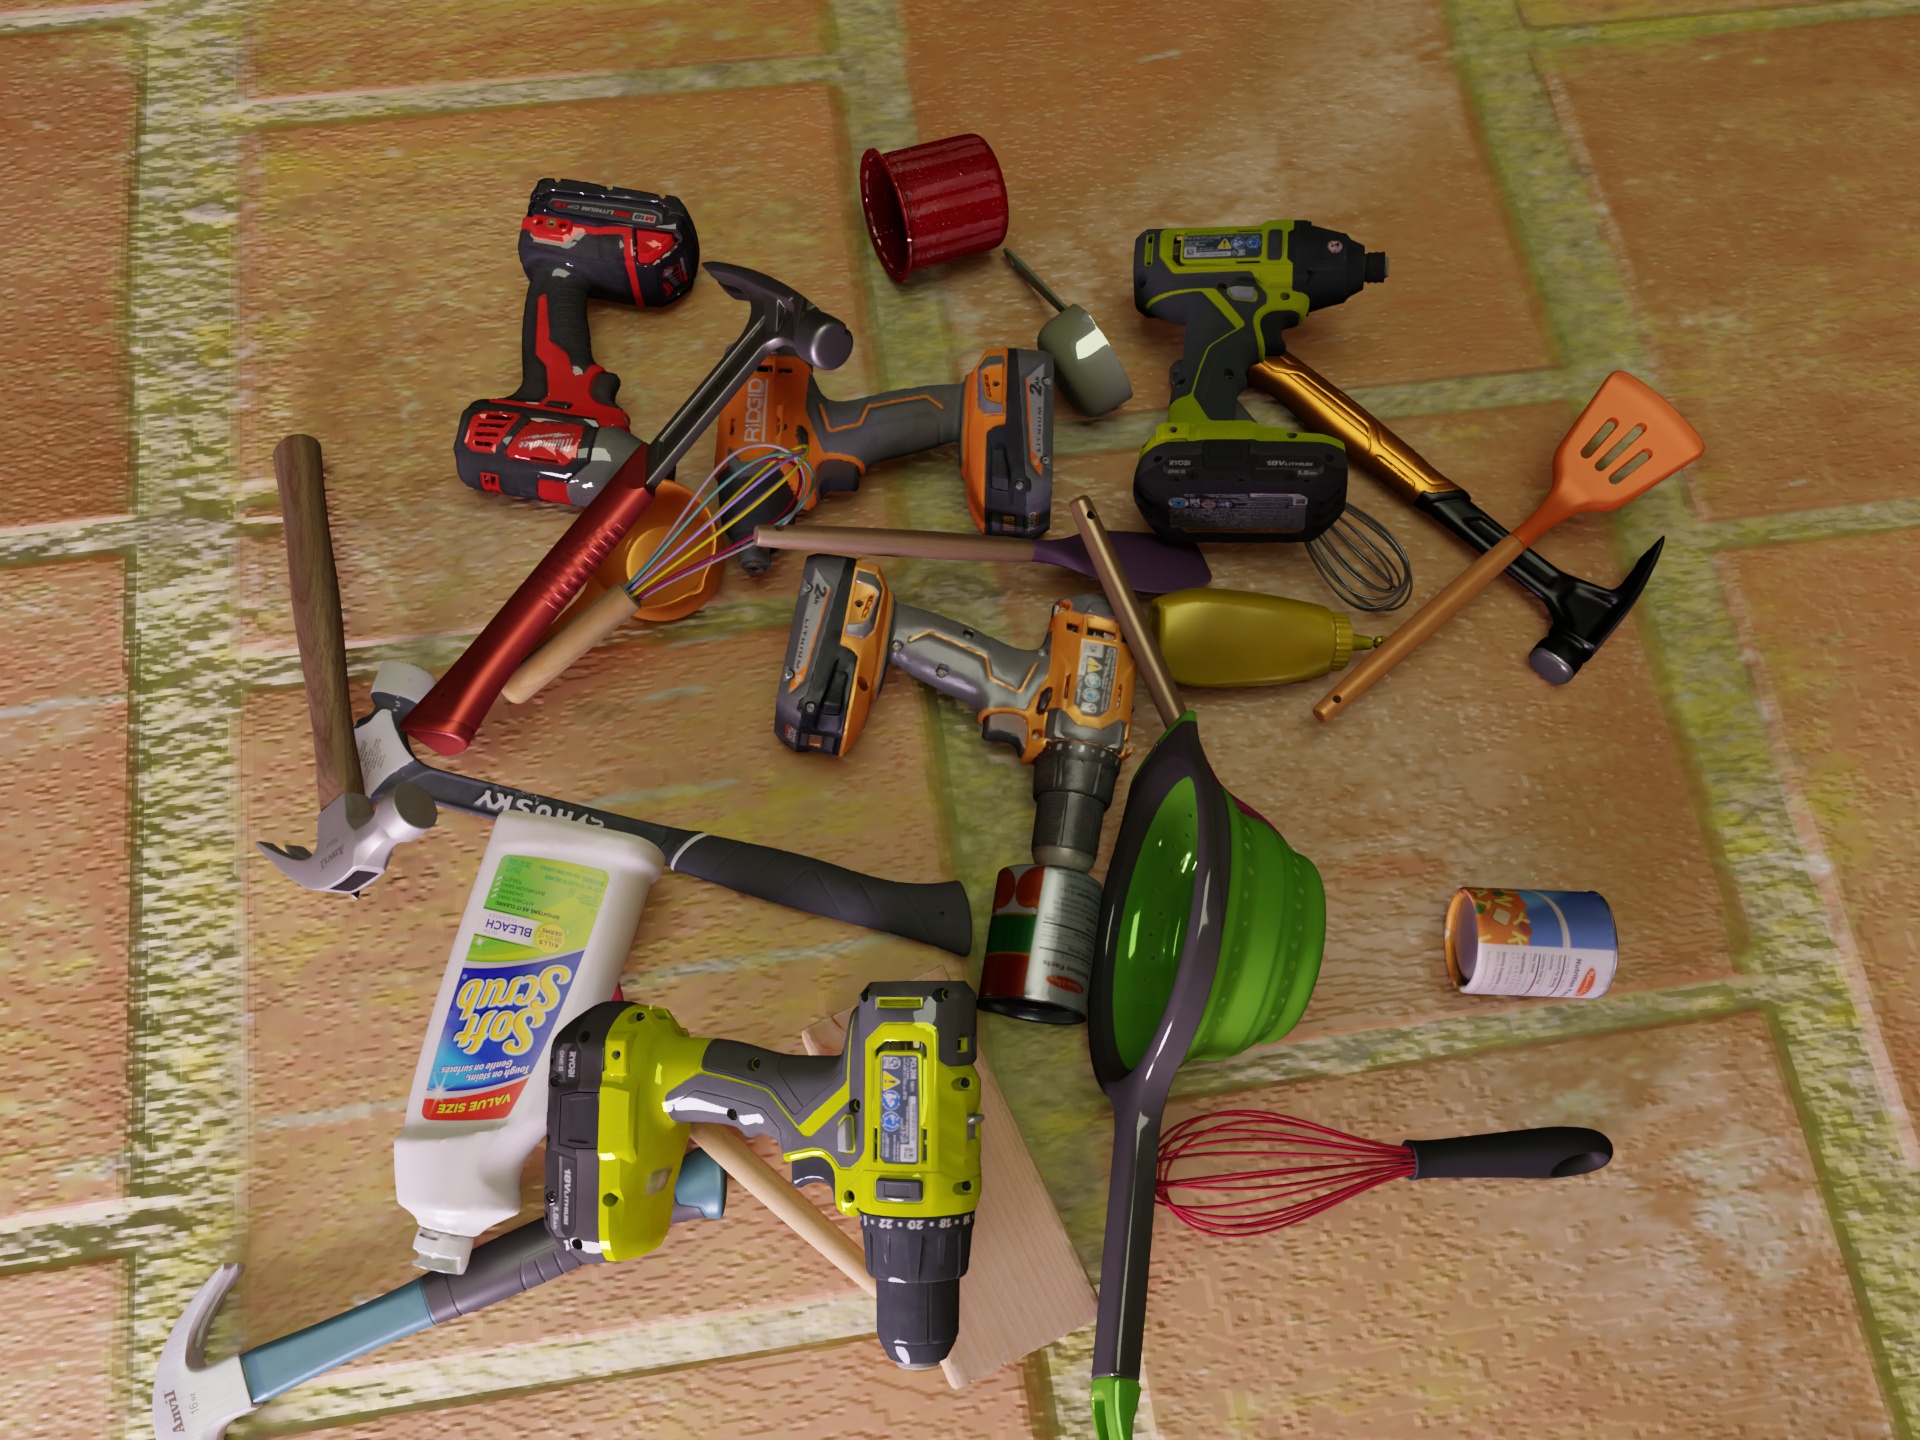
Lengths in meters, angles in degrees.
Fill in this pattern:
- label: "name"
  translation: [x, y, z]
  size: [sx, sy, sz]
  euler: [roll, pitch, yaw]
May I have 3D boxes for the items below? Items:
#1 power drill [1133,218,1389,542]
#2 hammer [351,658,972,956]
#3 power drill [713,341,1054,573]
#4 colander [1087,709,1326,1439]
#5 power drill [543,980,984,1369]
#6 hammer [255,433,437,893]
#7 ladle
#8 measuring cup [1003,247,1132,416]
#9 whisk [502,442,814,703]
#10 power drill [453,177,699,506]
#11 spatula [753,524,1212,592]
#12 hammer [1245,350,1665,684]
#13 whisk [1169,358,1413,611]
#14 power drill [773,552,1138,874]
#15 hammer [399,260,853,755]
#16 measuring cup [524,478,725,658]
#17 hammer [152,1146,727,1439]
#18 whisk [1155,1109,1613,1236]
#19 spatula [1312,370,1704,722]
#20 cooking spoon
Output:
- label: "power drill"
  translation: [0.198, -0.235, 1.064]
  size: [0.171, 0.080, 0.223]
  euler: [2, 67, 12]
- label: "hammer"
  translation: [-0.189, 0.081, 0.987]
  size: [0.409, 0.036, 0.149]
  euler: [15, 71, 2]
- label: "power drill"
  translation: [-0.052, -0.173, 1.064]
  size: [0.226, 0.084, 0.164]
  euler: [1, 70, 2]
- label: "colander"
  translation: [0.134, 0.193, 0.868]
  size: [0.094, 0.204, 0.397]
  euler: [13, 62, -8]
- label: "power drill"
  translation: [-0.098, 0.233, 0.837]
  size: [0.228, 0.080, 0.191]
  euler: [-2, 81, 17]
- label: "hammer"
  translation: [-0.400, -0.044, 0.993]
  size: [0.130, 0.031, 0.332]
  euler: [-34, 59, 25]
- label: "ladle"
  translation: [-0.150, 0.230, 0.912]
  size: [0.316, 0.031, 0.069]
  euler: [35, 76, 21]
- label: "measuring cup"
  translation: [0.061, -0.277, 1.121]
  size: [0.038, 0.083, 0.168]
  euler: [-35, 59, 0]
- label: "whisk"
  translation: [-0.188, -0.092, 0.992]
  size: [0.245, 0.051, 0.047]
  euler: [-38, 54, 3]
- label: "power drill"
  translation: [-0.249, -0.249, 1.083]
  size: [0.143, 0.078, 0.220]
  euler: [9, 73, 0]
- label: "spatula"
  translation: [0.022, -0.109, 1.025]
  size: [0.315, 0.018, 0.060]
  euler: [1, 48, -22]
- label: "hammer"
  translation: [0.321, -0.174, 1.107]
  size: [0.337, 0.034, 0.127]
  euler: [40, 74, 11]
- label: "whisk"
  translation: [0.223, -0.165, 1.096]
  size: [0.055, 0.055, 0.239]
  euler: [-34, 70, -14]
- label: "power drill"
  translation: [-0.002, -0.003, 1.006]
  size: [0.226, 0.084, 0.185]
  euler: [11, 70, -4]
- label: "hammer"
  translation: [-0.221, -0.130, 0.986]
  size: [0.359, 0.036, 0.149]
  euler: [-51, 48, -4]
- label: "measuring cup"
  translation: [-0.226, -0.078, 1.037]
  size: [0.095, 0.052, 0.173]
  euler: [42, 86, 11]
- label: "hammer"
  translation: [-0.285, 0.322, 0.895]
  size: [0.331, 0.033, 0.128]
  euler: [-22, 74, -11]
- label: "whisk"
  translation: [0.246, 0.260, 0.936]
  size: [0.295, 0.073, 0.073]
  euler: [-1, 70, -9]
- label: "spatula"
  translation: [0.351, -0.106, 1.046]
  size: [0.322, 0.041, 0.081]
  euler: [-40, 78, -12]
- label: "cooking spoon"
  translation: [0.139, 0.005, 1.001]
  size: [0.069, 0.017, 0.319]
  euler: [-24, 90, -16]
